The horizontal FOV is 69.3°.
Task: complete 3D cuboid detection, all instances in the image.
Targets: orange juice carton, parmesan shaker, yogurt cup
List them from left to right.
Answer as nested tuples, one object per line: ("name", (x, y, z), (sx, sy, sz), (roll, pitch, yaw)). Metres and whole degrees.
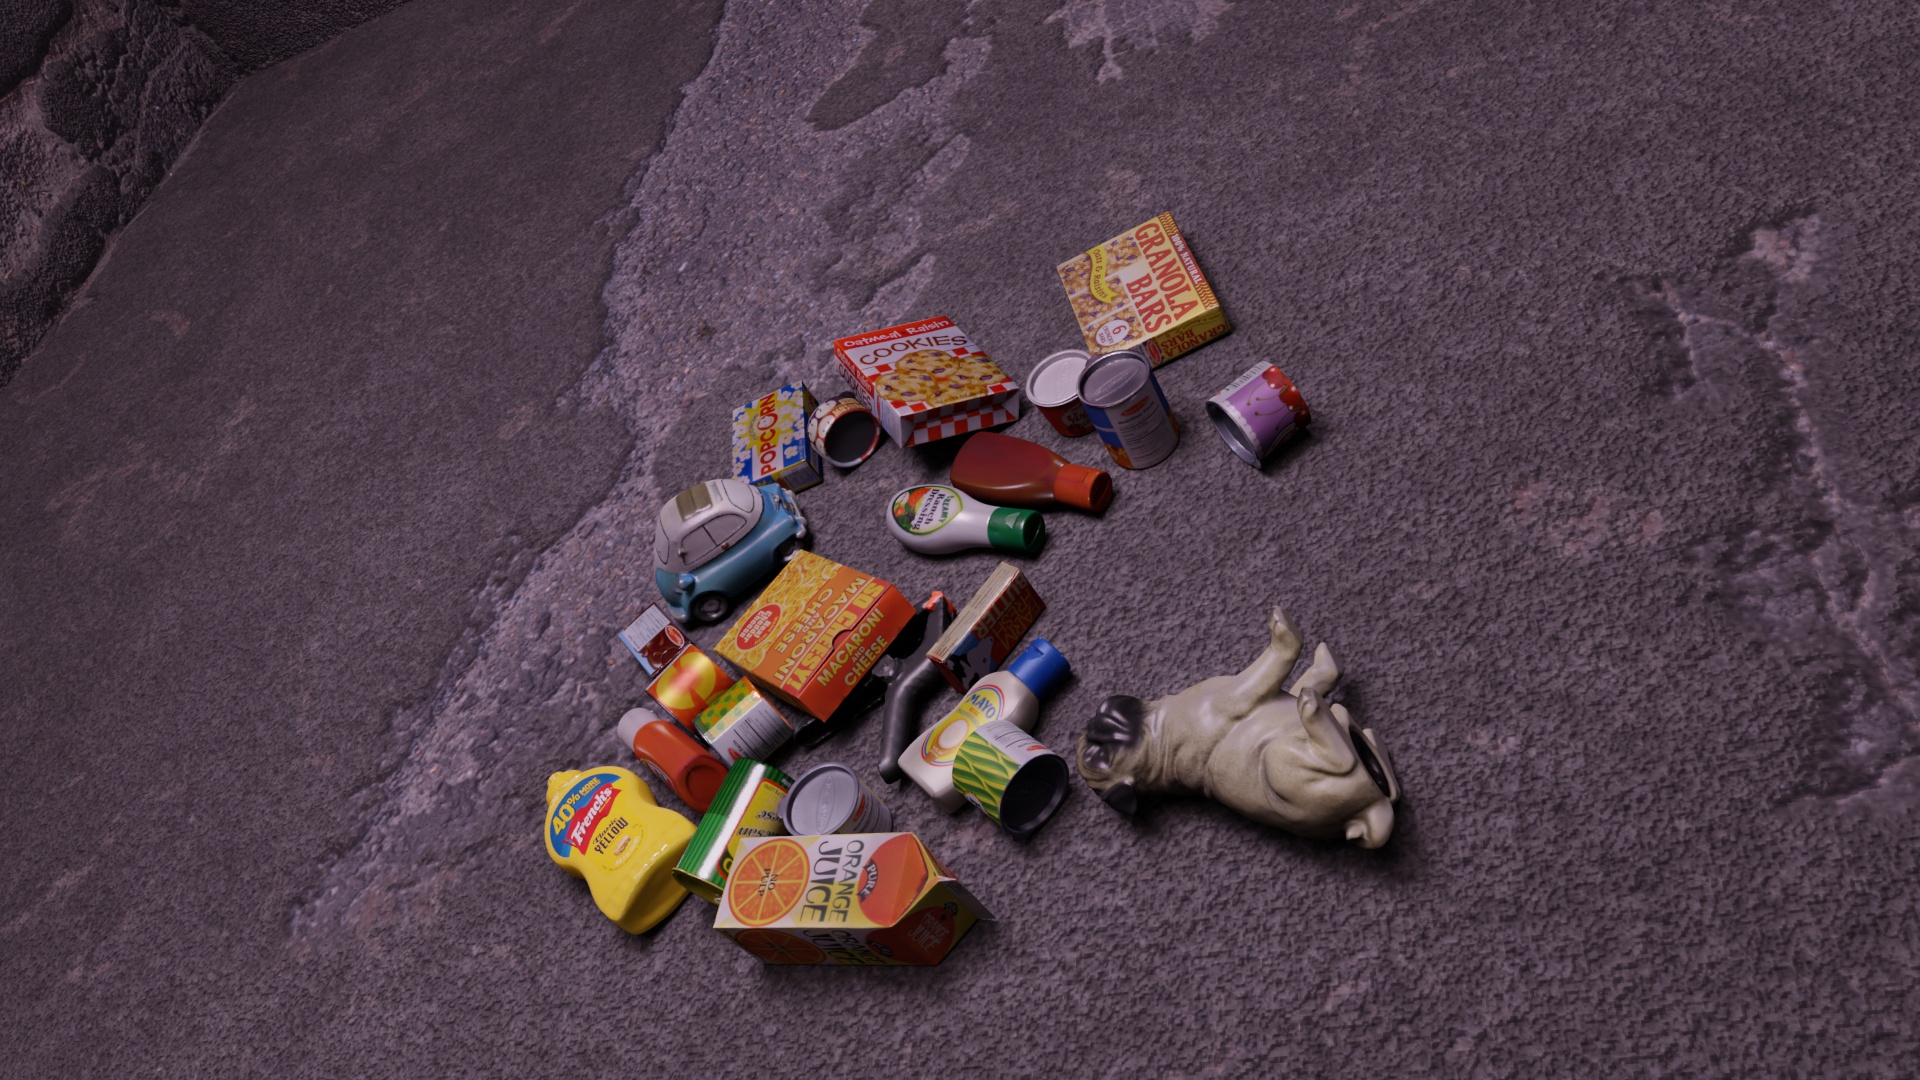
("parmesan shaker", (-0.174, 0.229, 1.091), (0.071, 0.071, 0.103), (5, 55, 35))
("orange juice carton", (-0.073, 0.260, 1.002), (0.192, 0.071, 0.073), (-8, 50, 26))
("yogurt cup", (0.100, -0.131, 1.259), (0.072, 0.053, 0.073), (-17, 45, 18))

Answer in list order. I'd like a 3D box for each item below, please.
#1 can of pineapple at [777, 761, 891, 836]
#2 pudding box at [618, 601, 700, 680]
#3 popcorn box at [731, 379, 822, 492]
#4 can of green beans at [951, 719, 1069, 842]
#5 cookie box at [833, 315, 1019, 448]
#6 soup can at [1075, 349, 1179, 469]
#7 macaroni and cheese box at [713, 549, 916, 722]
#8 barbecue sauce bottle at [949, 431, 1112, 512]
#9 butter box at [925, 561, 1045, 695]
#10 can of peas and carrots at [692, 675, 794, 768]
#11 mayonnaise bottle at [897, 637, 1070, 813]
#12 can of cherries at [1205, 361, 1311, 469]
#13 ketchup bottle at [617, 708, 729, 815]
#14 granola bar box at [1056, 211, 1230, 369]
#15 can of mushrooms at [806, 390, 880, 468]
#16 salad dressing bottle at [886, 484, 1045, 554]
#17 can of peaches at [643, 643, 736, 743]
("can of pineapple", (-0.095, 0.212, 1.068), (0.071, 0.057, 0.071), (-17, 45, 18))
("pudding box", (-0.282, 0.099, 1.304), (0.050, 0.030, 0.084), (-43, 43, -11))
("popcorn box", (-0.188, -0.097, 1.417), (0.085, 0.038, 0.127), (-22, 44, 14))
("can of green beans", (0.036, 0.173, 1.017), (0.071, 0.071, 0.058), (-47, 43, -13))
("cookie box", (-0.035, -0.155, 1.339), (0.123, 0.040, 0.168), (-16, 38, -21))
("soup can", (0.144, -0.114, 1.194), (0.071, 0.083, 0.072), (-17, 45, 18))
("macaroni and cheese box", (-0.129, 0.078, 1.196), (0.124, 0.040, 0.166), (-50, 31, -16))
("barbecue sauce bottle", (0.063, -0.056, 1.222), (0.148, 0.043, 0.065), (15, 62, 39))
("butter box", (0.022, 0.072, 1.126), (0.024, 0.053, 0.104), (22, 65, 45))
("can of peas and carrots", (-0.182, 0.155, 1.167), (0.059, 0.070, 0.071), (-41, 43, -8))
("mayonnaise bottle", (0.022, 0.139, 1.074), (0.148, 0.041, 0.065), (-45, 42, -11))
("can of cherries", (0.246, -0.102, 1.138), (0.058, 0.071, 0.072), (-37, 43, -3))
("ketchup bottle", (-0.248, 0.183, 1.188), (0.043, 0.064, 0.149), (-47, 35, -16))
("granola bar box", (0.170, -0.229, 1.314), (0.124, 0.039, 0.166), (-25, 43, 11))
("can of mushrooms", (-0.113, -0.108, 1.358), (0.071, 0.070, 0.033), (-42, 44, -7))
("salad dressing bottle", (0.004, -0.015, 1.221), (0.147, 0.044, 0.064), (7, 59, 36))
("can of peaches", (-0.231, 0.134, 1.218), (0.058, 0.071, 0.071), (-48, 44, -14))
